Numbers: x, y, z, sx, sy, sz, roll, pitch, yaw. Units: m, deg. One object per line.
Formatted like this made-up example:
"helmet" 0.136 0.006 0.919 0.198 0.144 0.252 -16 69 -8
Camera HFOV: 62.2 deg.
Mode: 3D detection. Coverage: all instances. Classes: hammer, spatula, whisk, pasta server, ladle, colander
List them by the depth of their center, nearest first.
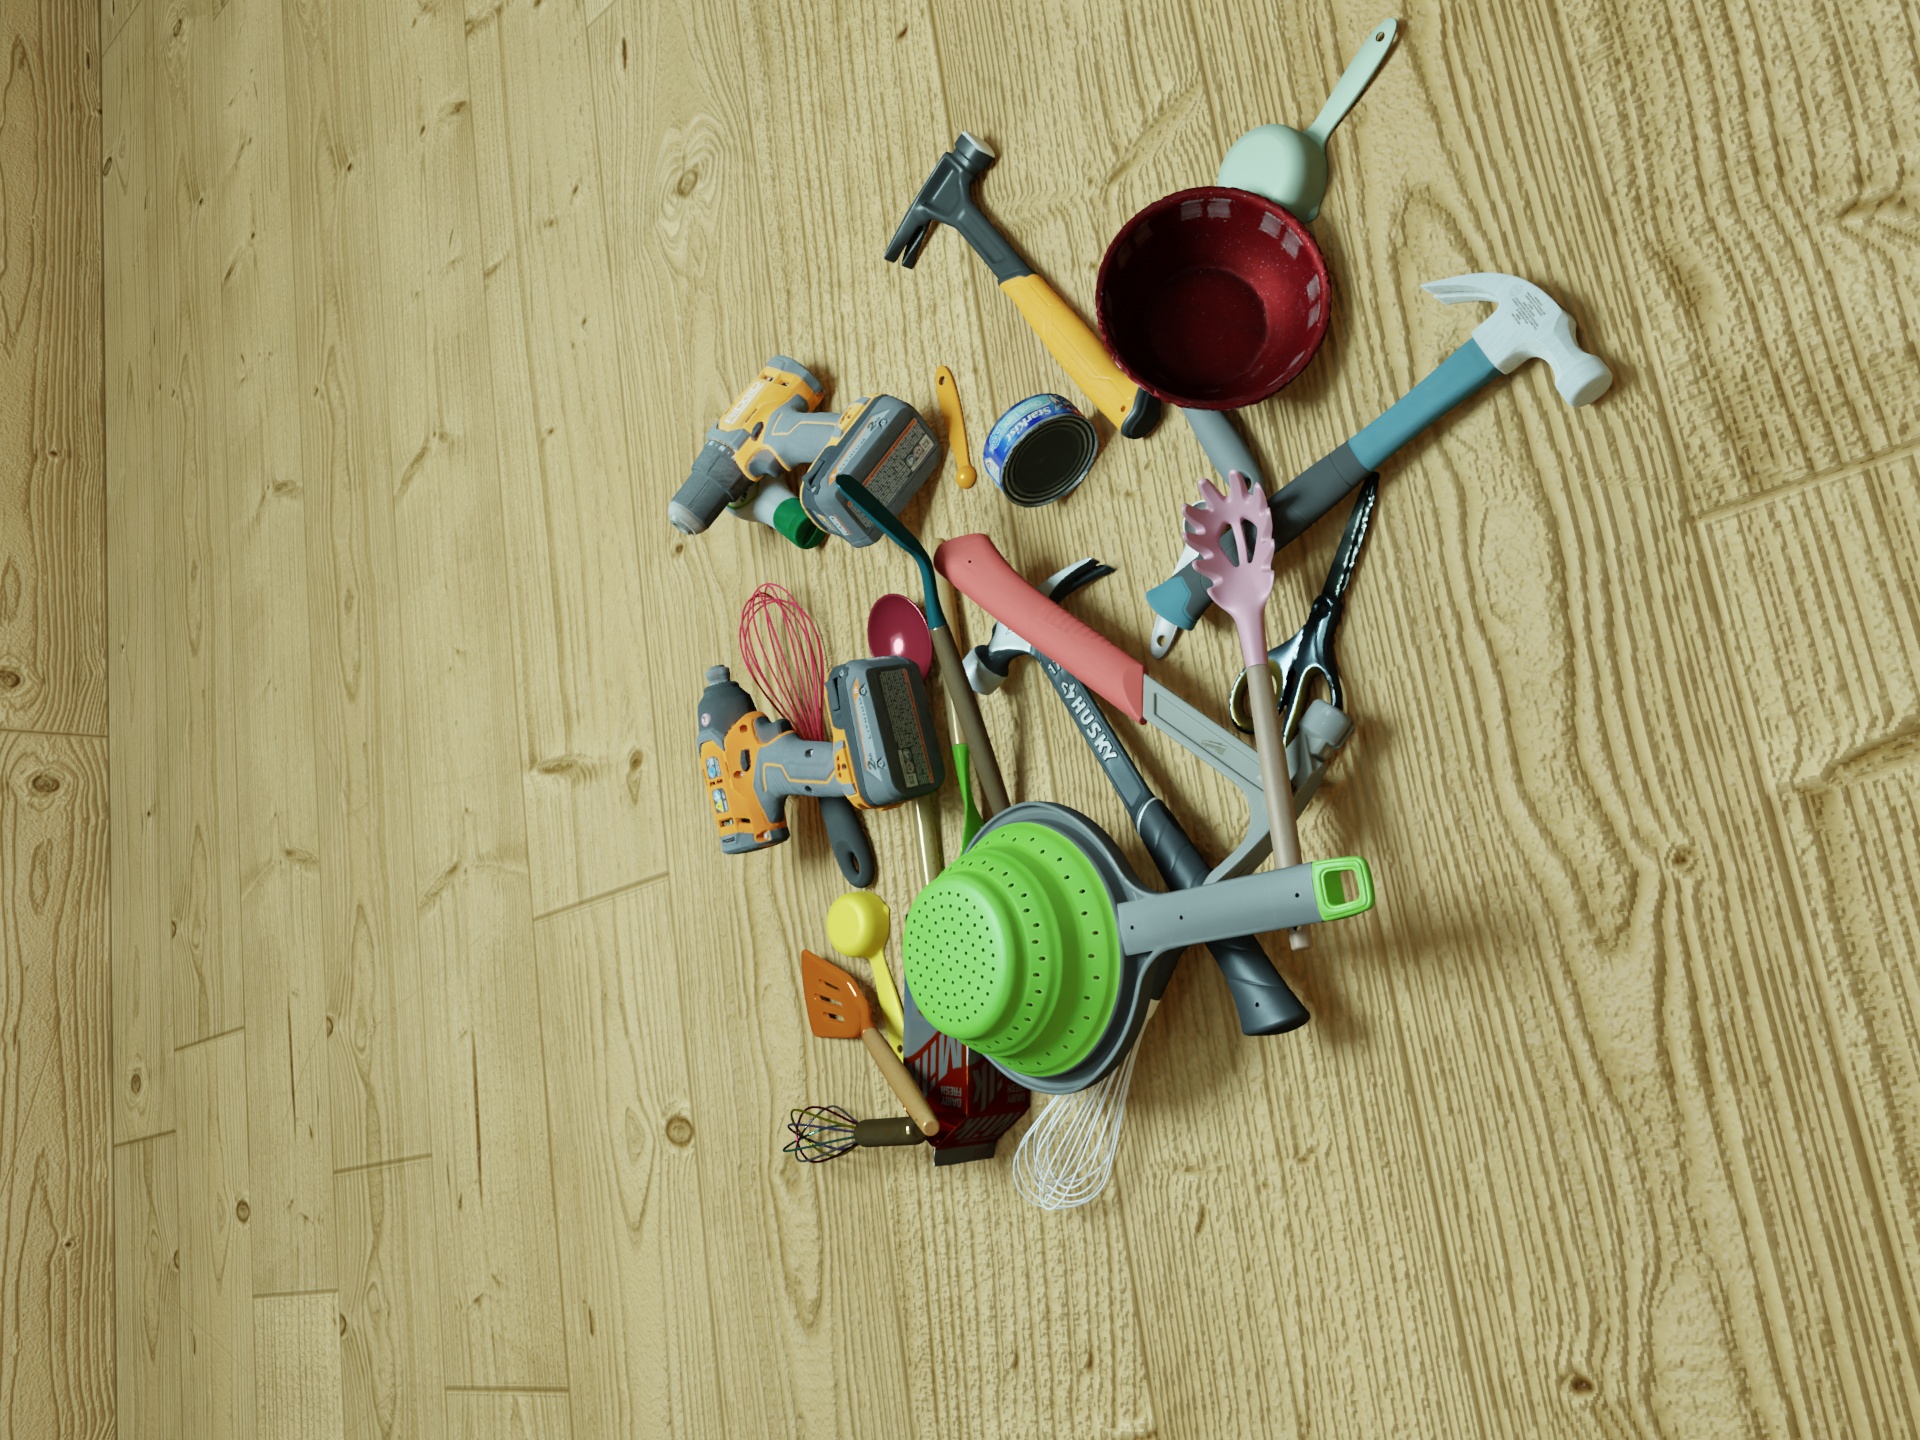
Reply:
"pasta server" 0.192 -0.010 1.019 0.060 0.040 0.316 -14 69 24
"colander" 0.081 0.139 1.031 0.397 0.094 0.204 -20 74 46
"hammer" 0.254 -0.165 1.053 0.331 0.033 0.128 -39 58 29
"hammer" 0.099 -0.029 1.130 0.359 0.036 0.149 38 93 36
"hammer" 0.130 0.052 1.131 0.149 0.036 0.409 -48 50 23
"whisk" 0.115 0.229 1.142 0.070 0.070 0.284 33 104 41
"whisk" 0.162 -0.254 1.160 0.055 0.055 0.239 -42 63 33
"spatula" -0.019 -0.045 1.228 0.044 0.082 0.317 -18 100 8
"spatula" -0.074 0.260 1.254 0.323 0.041 0.081 -151 54 -71
"hammer" 0.053 -0.333 1.277 0.127 0.034 0.337 -51 54 26
"whisk" -0.088 0.330 1.279 0.245 0.051 0.047 -29 71 60
"ladle" -0.034 0.049 1.323 0.069 0.031 0.315 -16 76 39
"whisk" -0.133 0.010 1.403 0.073 0.073 0.296 -33 70 36

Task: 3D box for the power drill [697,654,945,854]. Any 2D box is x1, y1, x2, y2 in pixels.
"power drill" -0.132 0.014 1.326 0.226 0.084 0.164 -17 86 38

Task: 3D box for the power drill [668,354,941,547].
"power drill" -0.147 -0.220 1.386 0.226 0.084 0.185 27 75 43

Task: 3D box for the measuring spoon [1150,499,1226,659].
"measuring spoon" 0.166 -0.101 1.161 0.034 0.018 0.124 35 116 38

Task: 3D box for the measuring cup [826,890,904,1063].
"measuring cup" -0.075 0.217 1.339 0.062 0.029 0.157 -37 60 35

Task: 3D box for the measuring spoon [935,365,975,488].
"measuring spoon" -0.008 -0.249 1.340 0.021 0.011 0.117 -27 68 39

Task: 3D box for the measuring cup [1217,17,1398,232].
"measuring cup" 0.240 -0.415 1.103 0.167 0.038 0.083 -55 53 27

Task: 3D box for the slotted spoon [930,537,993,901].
"slotted spoon" -0.002 -0.004 1.289 0.031 0.070 0.314 -9 72 7
